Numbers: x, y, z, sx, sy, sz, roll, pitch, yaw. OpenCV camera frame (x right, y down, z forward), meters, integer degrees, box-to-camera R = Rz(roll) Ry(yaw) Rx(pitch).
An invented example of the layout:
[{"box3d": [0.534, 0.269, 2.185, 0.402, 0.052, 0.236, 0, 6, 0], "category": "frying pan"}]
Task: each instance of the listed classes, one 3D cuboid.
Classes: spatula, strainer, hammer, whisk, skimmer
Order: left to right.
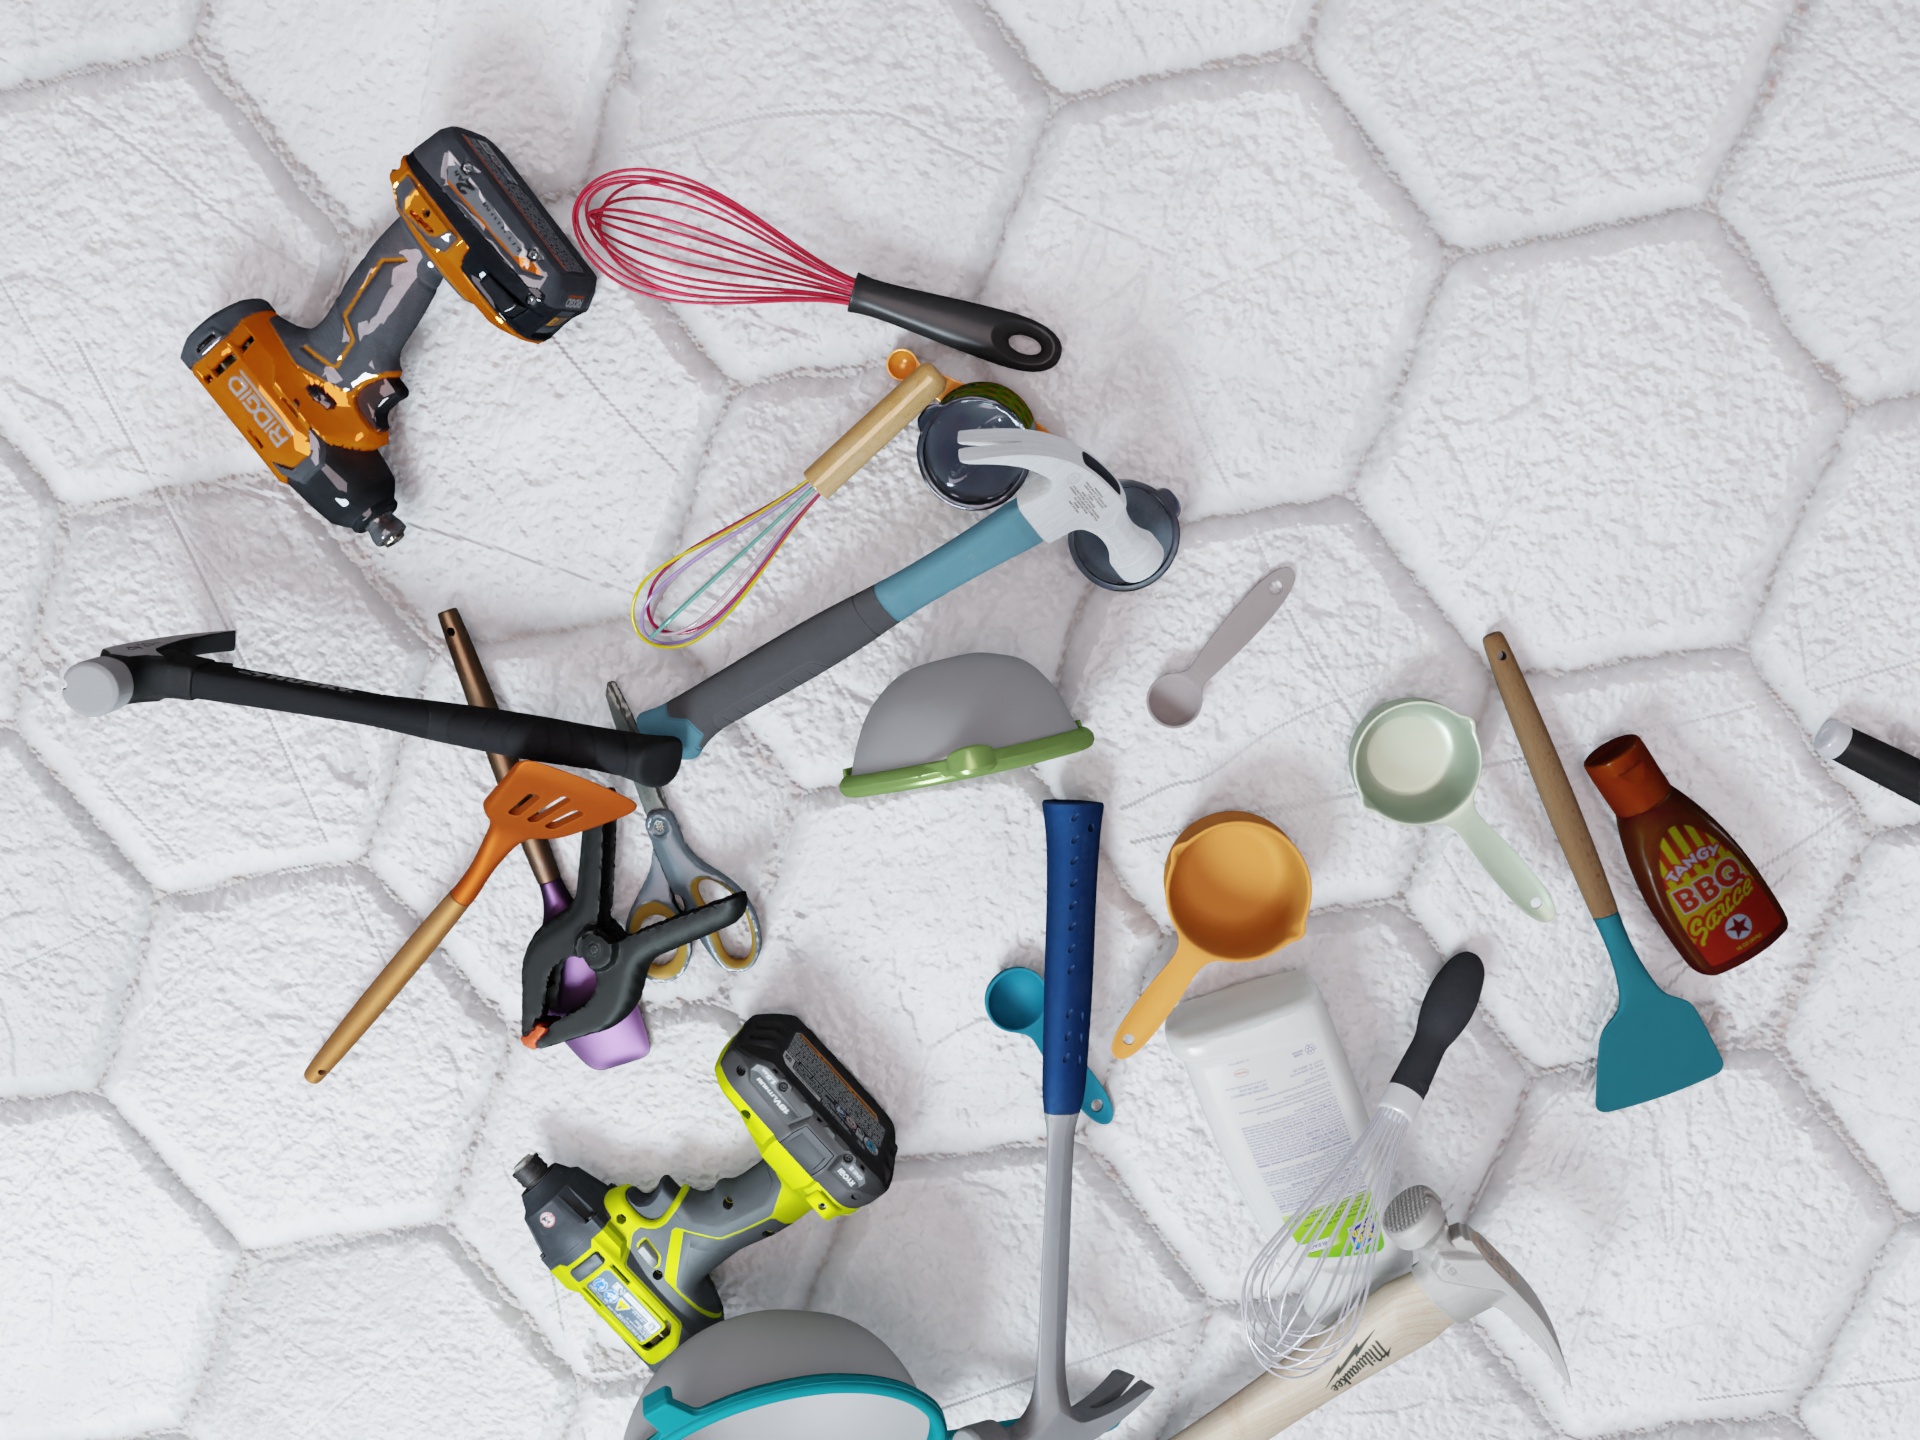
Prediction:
[{"box3d": [-0.335, -0.005, 0.955, 0.334, 0.146, 0.035, 10, 100, -2], "category": "hammer"}, {"box3d": [-0.327, 0.133, 0.999, 0.081, 0.041, 0.322, 27, 115, -37], "category": "spatula"}, {"box3d": [-0.275, 0.079, 1.020, 0.060, 0.018, 0.316, -17, 99, 6], "category": "spatula"}, {"box3d": [-0.106, -0.129, 0.958, 0.245, 0.051, 0.047, -41, 88, 10], "category": "whisk"}, {"box3d": [-0.082, -0.257, 0.934, 0.295, 0.073, 0.073, 15, 100, -6], "category": "whisk"}, {"box3d": [-0.062, 0.434, 1.018, 0.340, 0.095, 0.210, 2, 128, -23], "category": "strainer"}, {"box3d": [-0.053, -0.062, 0.940, 0.331, 0.033, 0.128, -29, 124, 20], "category": "hammer"}, {"box3d": [-0.001, -0.003, 0.872, 0.151, 0.256, 0.069, -12, 89, -1], "category": "strainer"}, {"box3d": [0.066, 0.252, 0.984, 0.144, 0.035, 0.405, 3, 90, -39], "category": "hammer"}, {"box3d": [0.181, 0.455, 1.009, 0.410, 0.038, 0.146, -42, 98, 20], "category": "hammer"}, {"box3d": [0.247, 0.255, 0.939, 0.070, 0.070, 0.285, 37, 67, -3], "category": "whisk"}, {"box3d": [0.381, 0.093, 0.977, 0.082, 0.044, 0.317, -22, 93, 8], "category": "spatula"}, {"box3d": [0.668, 0.109, 0.924, 0.363, 0.090, 0.127, 28, 132, 1], "category": "skimmer"}]

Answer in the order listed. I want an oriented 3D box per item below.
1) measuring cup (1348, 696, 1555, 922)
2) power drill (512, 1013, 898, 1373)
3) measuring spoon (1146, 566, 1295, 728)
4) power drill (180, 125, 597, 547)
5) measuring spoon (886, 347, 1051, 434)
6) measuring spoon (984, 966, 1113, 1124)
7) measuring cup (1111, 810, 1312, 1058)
[{"box3d": [0.303, 0.056, 0.968, 0.083, 0.038, 0.167, -41, 97, 9], "category": "measuring cup"}, {"box3d": [-0.167, 0.298, 1.022, 0.223, 0.080, 0.171, -40, 96, 12], "category": "power drill"}, {"box3d": [0.160, -0.046, 0.974, 0.034, 0.018, 0.124, 42, 93, -3], "category": "measuring spoon"}, {"box3d": [-0.330, -0.220, 0.945, 0.226, 0.084, 0.164, -36, 96, 13], "category": "power drill"}, {"box3d": [0.008, -0.192, 0.961, 0.117, 0.011, 0.021, 28, 112, -4], "category": "measuring spoon"}, {"box3d": [0.058, 0.209, 1.023, 0.042, 0.021, 0.128, -38, 105, -8], "category": "measuring spoon"}, {"box3d": [0.145, 0.133, 0.984, 0.095, 0.052, 0.173, 34, 102, -2], "category": "measuring cup"}]
